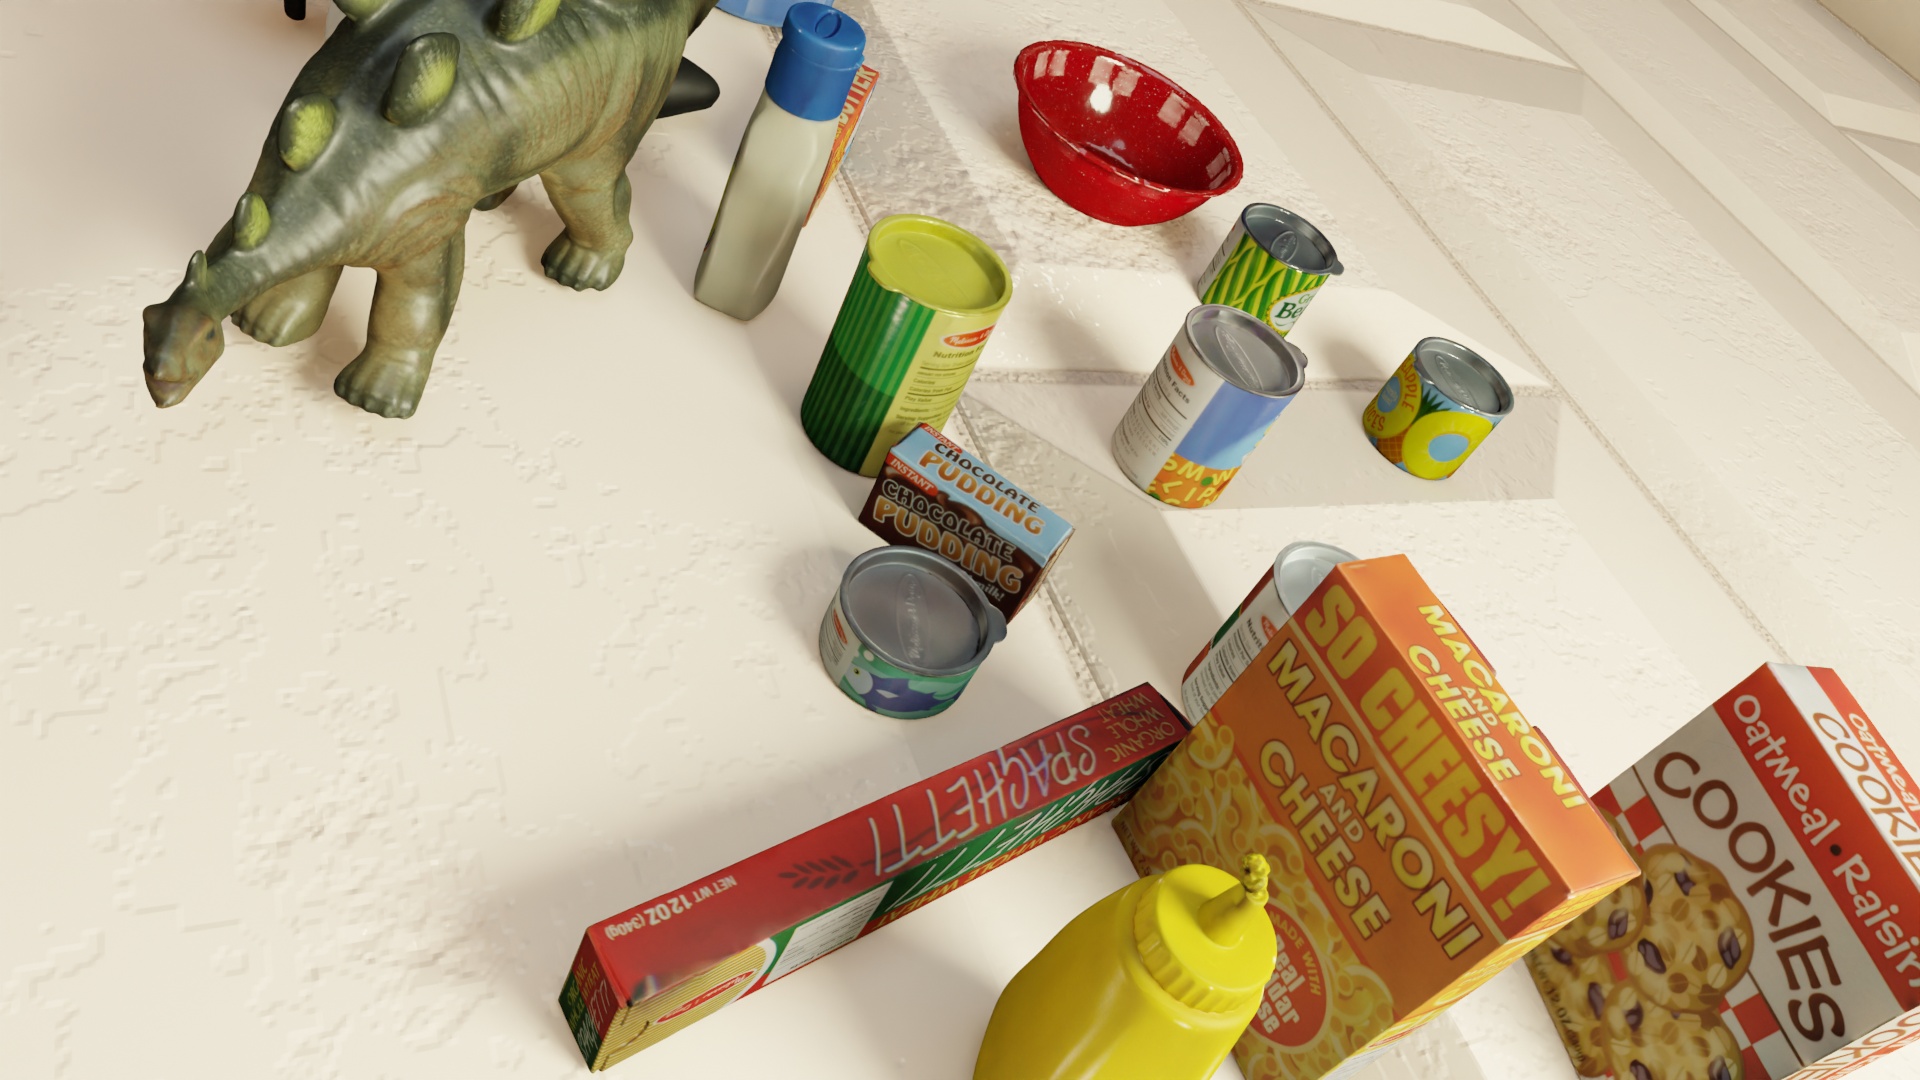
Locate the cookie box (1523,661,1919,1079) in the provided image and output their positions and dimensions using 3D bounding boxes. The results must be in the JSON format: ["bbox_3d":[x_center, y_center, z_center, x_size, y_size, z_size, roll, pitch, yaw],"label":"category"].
[{"bbox_3d":[0.292,0.144,0.530,0.040,0.166,0.123,7,47,-23],"label":"cookie box"}]

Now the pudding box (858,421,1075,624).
[{"bbox_3d":[0.002,-0.008,0.604,0.084,0.049,0.030,36,42,7],"label":"pudding box"}]

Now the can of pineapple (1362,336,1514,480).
[{"bbox_3d":[0.279,-0.078,0.821,0.071,0.057,0.071,16,44,-15],"label":"can of pineapple"}]

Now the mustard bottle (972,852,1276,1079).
[{"bbox_3d":[0.052,0.137,0.408,0.049,0.159,0.066,18,43,-13],"label":"mustard bottle"}]

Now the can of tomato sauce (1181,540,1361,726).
[{"bbox_3d":[0.145,0.051,0.601,0.071,0.082,0.071,16,44,-15],"label":"can of tomato sauce"}]

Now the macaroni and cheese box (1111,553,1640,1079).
[{"bbox_3d":[0.130,0.104,0.480,0.040,0.165,0.124,-5,53,-33],"label":"macaroni and cheese box"}]

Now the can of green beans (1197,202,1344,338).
[{"bbox_3d":[0.188,-0.164,0.853,0.071,0.057,0.071,16,44,-15],"label":"can of green beans"}]

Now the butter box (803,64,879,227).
[{"bbox_3d":[-0.075,-0.221,0.767,0.024,0.052,0.104,24,42,-6],"label":"butter box"}]

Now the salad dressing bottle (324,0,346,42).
[{"bbox_3d":[-0.252,-0.235,0.612,0.044,0.146,0.064,21,42,-10],"label":"salad dressing bottle"}]

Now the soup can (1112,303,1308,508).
[{"bbox_3d":[0.126,-0.067,0.705,0.071,0.083,0.072,16,44,-15],"label":"soup can"}]

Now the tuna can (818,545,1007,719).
[{"bbox_3d":[-0.020,0.037,0.561,0.071,0.032,0.071,16,44,-15],"label":"tuna can"}]

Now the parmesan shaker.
[{"bbox_3d":[-0.029,-0.085,0.622,0.071,0.102,0.072,16,44,-15],"label":"parmesan shaker"}]

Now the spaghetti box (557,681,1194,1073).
[{"bbox_3d":[-0.016,0.107,0.482,0.251,0.050,0.029,-17,59,-39],"label":"spaghetti box"}]

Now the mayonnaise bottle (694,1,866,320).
[{"bbox_3d":[-0.084,-0.175,0.646,0.041,0.147,0.065,23,42,-8],"label":"mayonnaise bottle"}]
